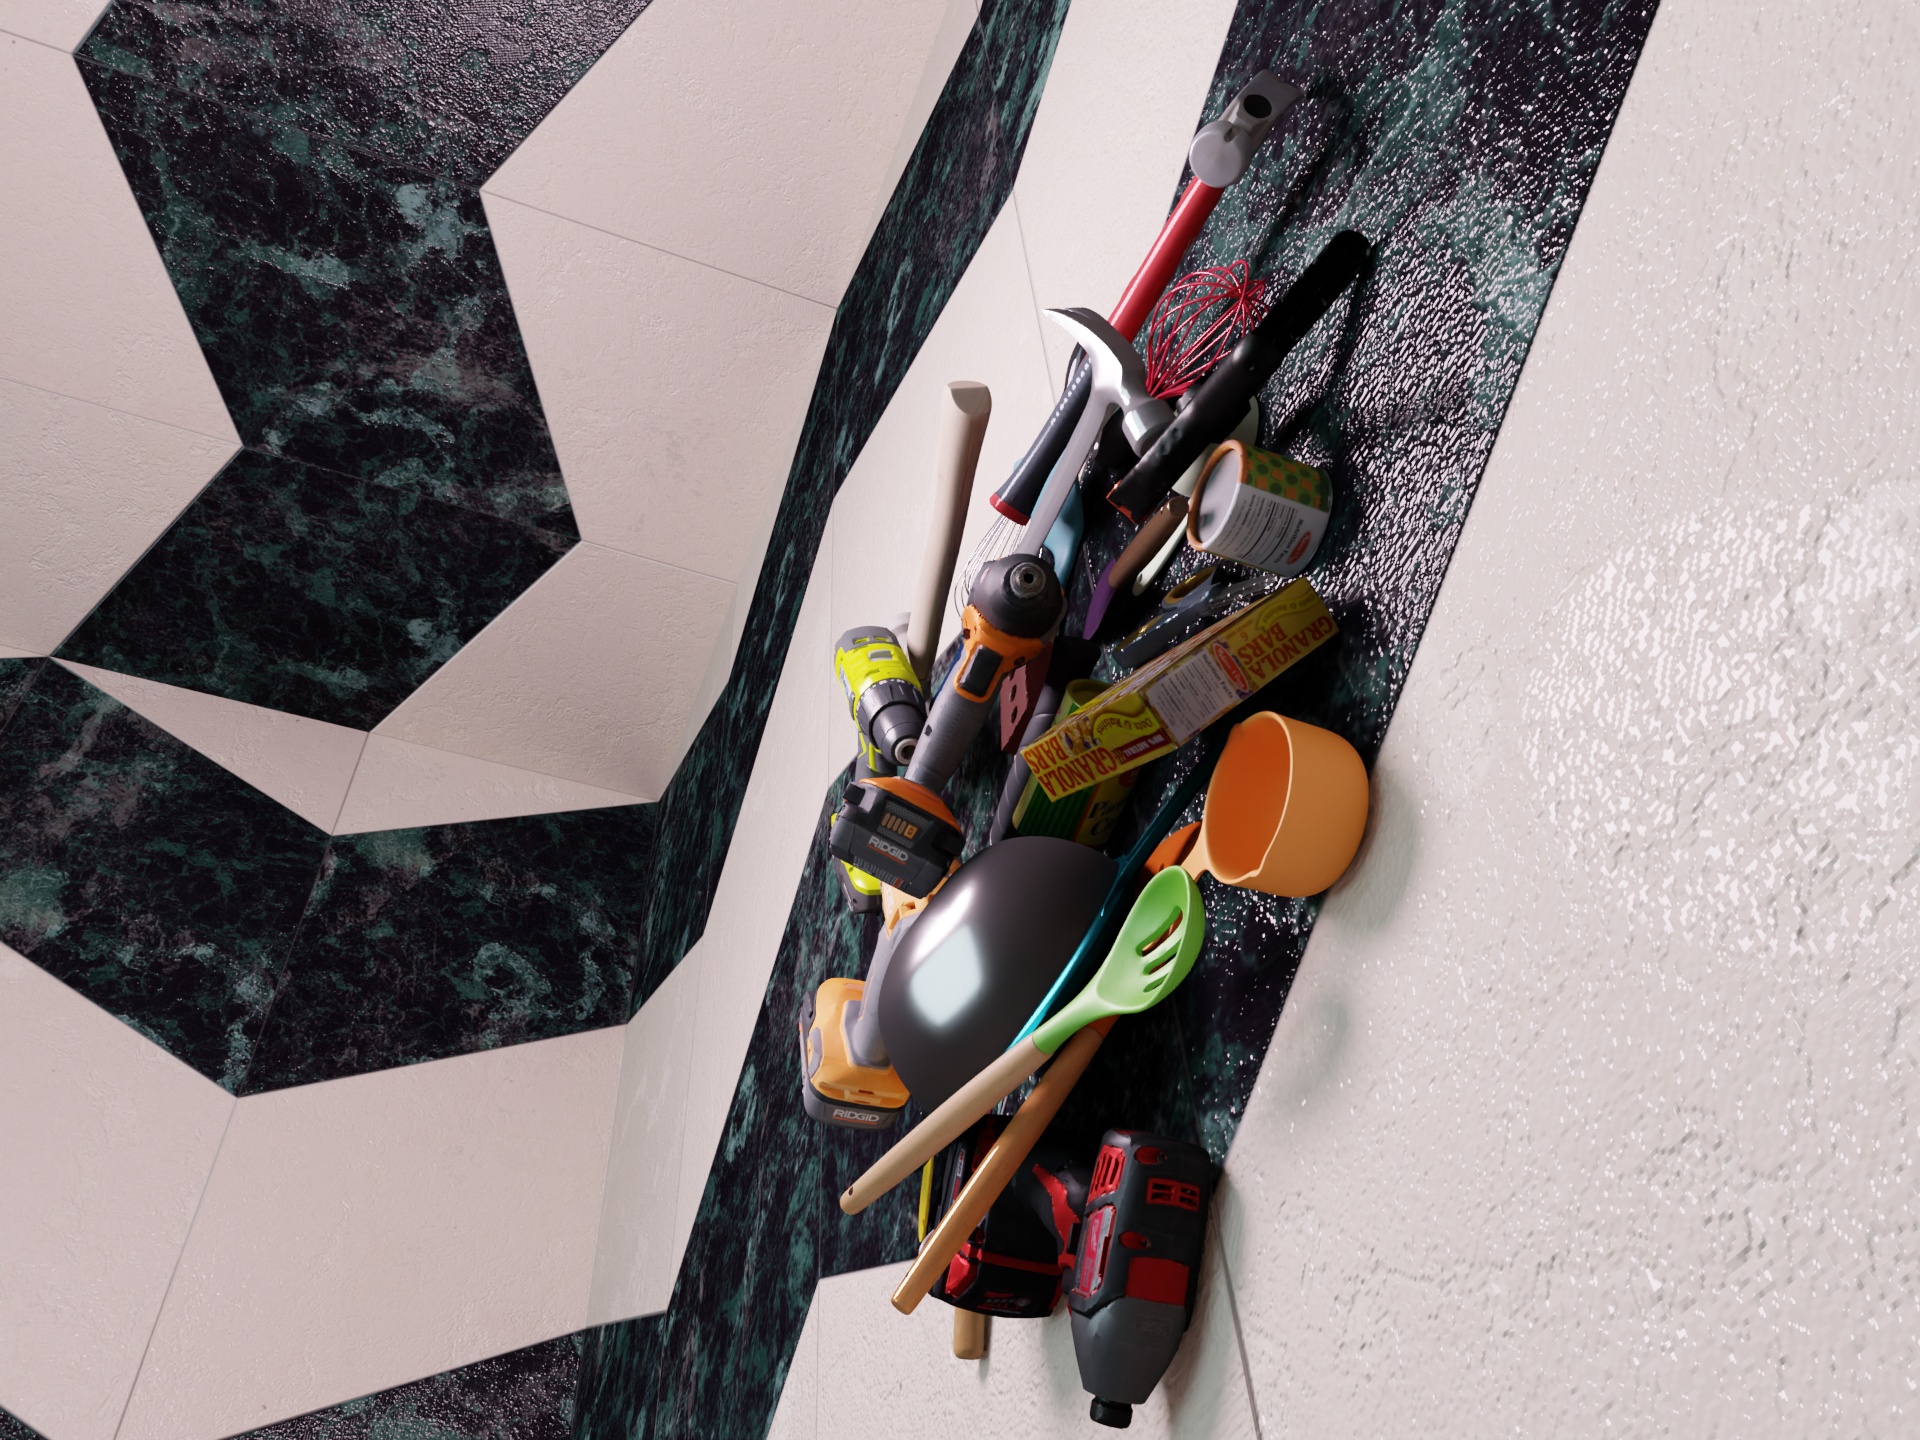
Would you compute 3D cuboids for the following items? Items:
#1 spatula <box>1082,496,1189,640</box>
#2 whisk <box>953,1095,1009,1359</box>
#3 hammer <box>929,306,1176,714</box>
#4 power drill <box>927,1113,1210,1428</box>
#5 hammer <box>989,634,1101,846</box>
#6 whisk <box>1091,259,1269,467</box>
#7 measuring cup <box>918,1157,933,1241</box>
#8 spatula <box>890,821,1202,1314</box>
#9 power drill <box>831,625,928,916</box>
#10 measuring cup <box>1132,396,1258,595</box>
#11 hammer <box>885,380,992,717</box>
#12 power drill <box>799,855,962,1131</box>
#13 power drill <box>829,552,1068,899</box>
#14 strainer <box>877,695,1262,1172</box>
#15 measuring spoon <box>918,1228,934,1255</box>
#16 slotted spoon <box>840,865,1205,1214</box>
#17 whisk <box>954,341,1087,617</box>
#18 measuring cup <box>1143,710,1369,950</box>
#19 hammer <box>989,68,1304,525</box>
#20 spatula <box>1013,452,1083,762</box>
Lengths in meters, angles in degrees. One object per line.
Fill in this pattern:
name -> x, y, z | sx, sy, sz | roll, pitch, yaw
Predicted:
spatula -> 0.111, -0.102, 1.059 | 0.316, 0.018, 0.060 | 123, 161, -81
whisk -> 0.009, 0.308, 1.095 | 0.047, 0.051, 0.245 | -42, 39, 54
hammer -> 0.047, -0.126, 1.186 | 0.144, 0.035, 0.405 | 65, 150, 28
power drill -> 0.059, 0.294, 0.879 | 0.219, 0.078, 0.143 | 158, 125, -67
hammer -> 0.025, 0.104, 1.173 | 0.149, 0.036, 0.408 | -98, 22, -50
whisk -> 0.142, -0.238, 1.117 | 0.296, 0.073, 0.073 | 137, 145, -73
measuring cup -> -0.010, 0.325, 1.192 | 0.062, 0.029, 0.156 | -116, 32, -67
spatula -> 0.053, 0.187, 0.887 | 0.323, 0.041, 0.081 | -49, 1, -31
power drill -> -0.065, 0.053, 1.384 | 0.191, 0.080, 0.228 | -117, 26, -59
measuring cup -> 0.141, -0.150, 1.060 | 0.083, 0.038, 0.167 | -93, 26, -48
hammer -> -0.015, -0.121, 1.302 | 0.410, 0.038, 0.146 | 104, 156, -60
power drill -> -0.057, 0.177, 1.223 | 0.186, 0.084, 0.226 | -103, 31, -55
power drill -> -0.002, -0.003, 1.025 | 0.226, 0.084, 0.164 | -63, 0, -10
strainer -> 0.047, 0.097, 0.957 | 0.340, 0.095, 0.211 | -56, -2, 22
measuring spoon -> 0.006, 0.326, 1.013 | 0.124, 0.018, 0.034 | 7, -93, -66
slotted spoon -> 0.029, 0.185, 0.855 | 0.313, 0.031, 0.070 | -46, 27, 29
whisk -> 0.068, -0.203, 1.344 | 0.070, 0.070, 0.284 | -135, 66, -72
measuring cup -> 0.148, 0.071, 0.815 | 0.095, 0.052, 0.173 | -91, 20, -44
hammer -> 0.120, -0.286, 1.149 | 0.143, 0.038, 0.386 | -54, -1, -43
spatula -> 0.057, -0.063, 1.262 | 0.082, 0.044, 0.318 | -11, 66, 55
